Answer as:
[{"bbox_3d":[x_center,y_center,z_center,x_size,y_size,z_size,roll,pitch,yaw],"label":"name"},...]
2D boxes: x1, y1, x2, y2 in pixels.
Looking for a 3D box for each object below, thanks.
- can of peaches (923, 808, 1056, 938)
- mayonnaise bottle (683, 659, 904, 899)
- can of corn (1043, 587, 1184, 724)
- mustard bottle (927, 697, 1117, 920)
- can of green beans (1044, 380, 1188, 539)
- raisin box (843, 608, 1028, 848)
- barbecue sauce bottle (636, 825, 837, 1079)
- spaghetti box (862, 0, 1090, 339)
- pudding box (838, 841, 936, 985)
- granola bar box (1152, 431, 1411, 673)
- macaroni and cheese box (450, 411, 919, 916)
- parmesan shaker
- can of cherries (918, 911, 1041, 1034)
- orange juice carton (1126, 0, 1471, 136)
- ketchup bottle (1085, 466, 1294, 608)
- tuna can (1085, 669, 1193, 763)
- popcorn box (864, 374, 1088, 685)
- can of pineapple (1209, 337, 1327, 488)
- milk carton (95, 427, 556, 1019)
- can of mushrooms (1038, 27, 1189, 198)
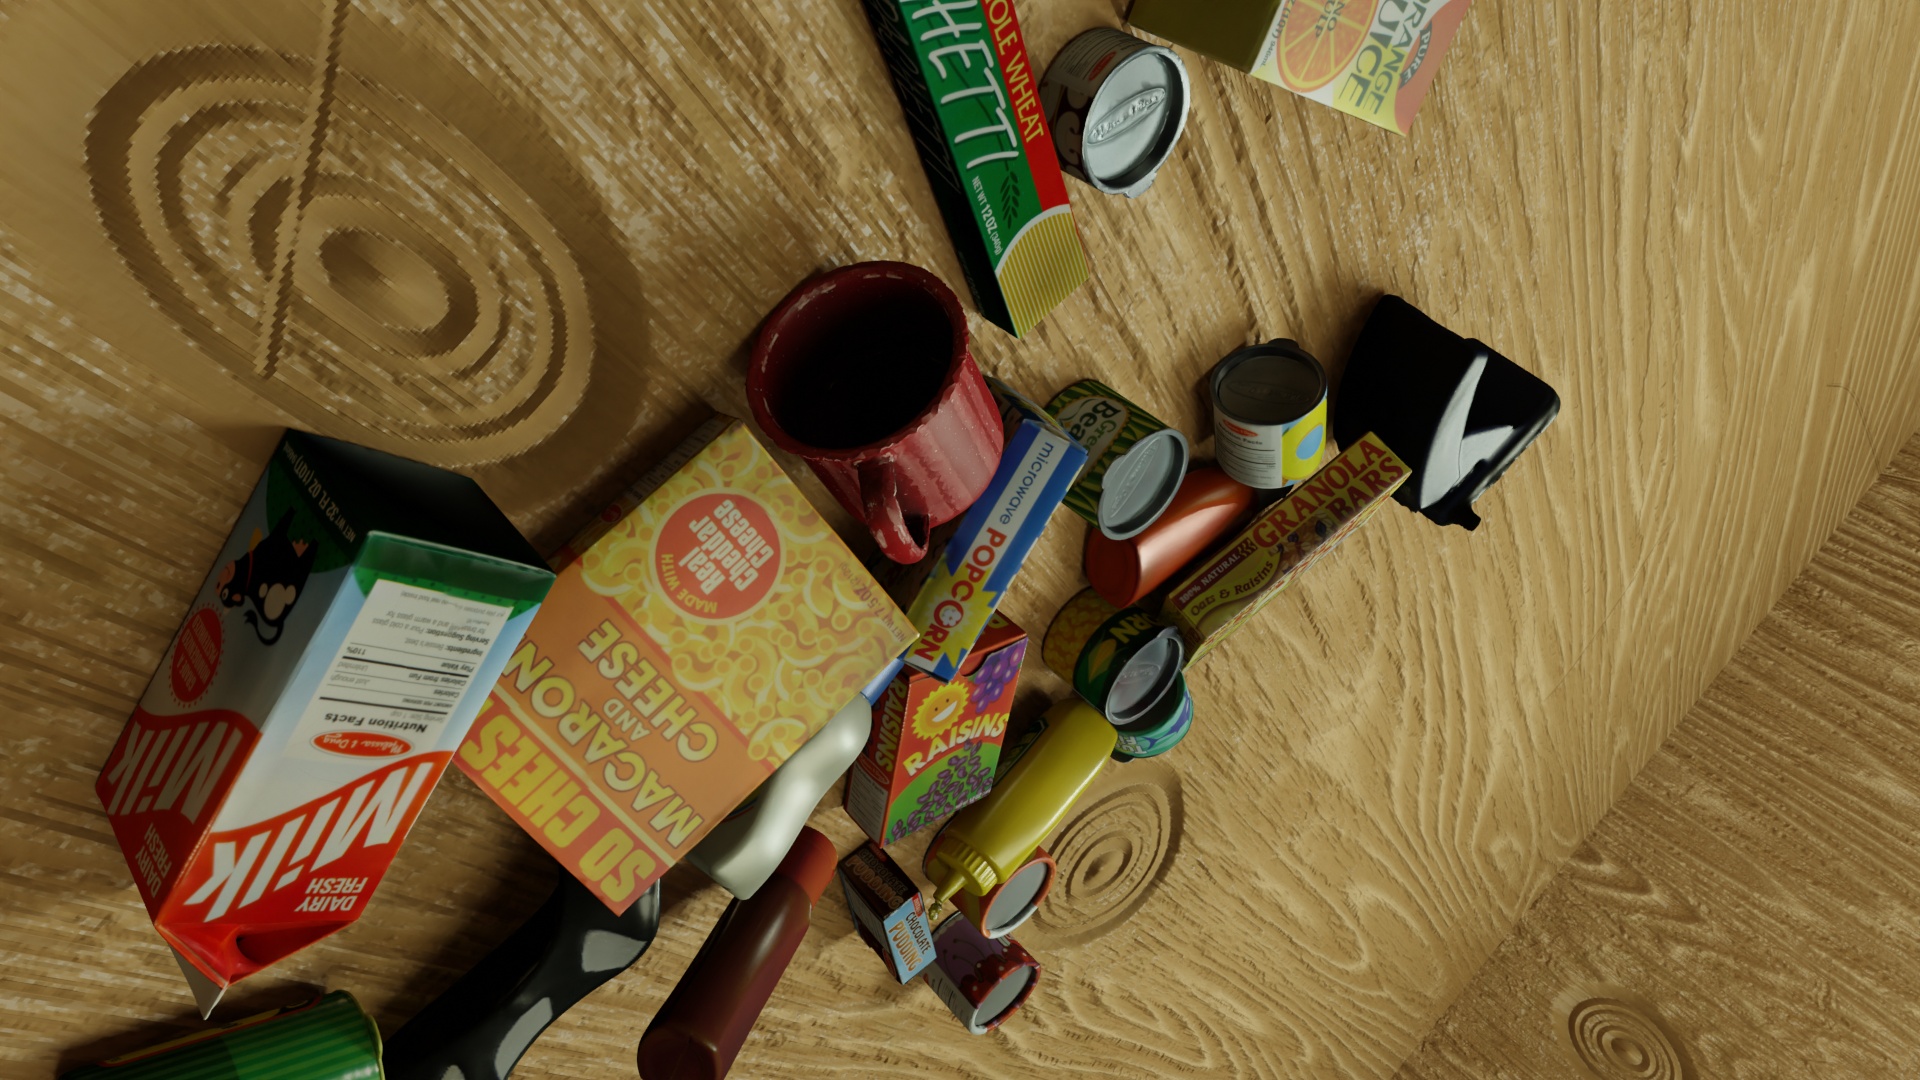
[{"bbox_3d":[0.019,0.210,0.892,0.071,0.058,0.070,-29,140,-28],"label":"can of peaches"},{"bbox_3d":[-0.081,0.099,0.679,0.148,0.065,0.041,-52,130,-18],"label":"mayonnaise bottle"},{"bbox_3d":[0.094,0.067,0.848,0.071,0.058,0.070,-29,139,-29],"label":"can of corn"},{"bbox_3d":[0.031,0.165,0.844,0.161,0.049,0.065,-46,-179,-26],"label":"mustard bottle"},{"bbox_3d":[0.077,-0.043,0.732,0.071,0.058,0.071,-29,139,-29],"label":"can of green beans"},{"bbox_3d":[-0.015,0.102,0.774,0.086,0.040,0.122,-18,132,-38],"label":"raisin box"},{"bbox_3d":[-0.108,0.208,0.706,0.064,0.044,0.149,-64,176,38],"label":"barbecue sauce bottle"},{"bbox_3d":[0.002,-0.181,0.553,0.050,0.029,0.249,-44,144,-13],"label":"spaghetti box"},{"bbox_3d":[-0.044,0.226,0.842,0.030,0.050,0.083,-33,140,-22],"label":"pudding box"},{"bbox_3d":[0.196,0.010,0.881,0.166,0.039,0.124,-38,167,-8],"label":"granola bar box"},{"bbox_3d":[-0.118,0.049,0.564,0.167,0.040,0.123,-43,112,-12],"label":"macaroni and cheese box"},{"bbox_3d":[-0.291,0.224,0.548,0.103,0.071,0.071,-5,124,-45],"label":"parmesan shaker"},{"bbox_3d":[0.015,0.295,0.961,0.072,0.058,0.071,-29,139,-28],"label":"can of cherries"},{"bbox_3d":[0.172,-0.244,0.649,0.193,0.073,0.071,-3,123,-47],"label":"orange juice carton"},{"bbox_3d":[0.143,-0.015,0.845,0.149,0.043,0.064,-28,145,-31],"label":"ketchup bottle"},{"bbox_3d":[0.114,0.106,0.899,0.071,0.071,0.032,-43,143,-12],"label":"tuna can"},{"bbox_3d":[0.002,-0.008,0.652,0.038,0.085,0.126,27,101,-22],"label":"popcorn box"},{"bbox_3d":[0.183,-0.074,0.818,0.071,0.071,0.057,-39,143,-18],"label":"can of pineapple"},{"bbox_3d":[-0.227,0.066,0.475,0.073,0.072,0.190,21,103,-53],"label":"milk carton"},{"bbox_3d":[0.067,-0.188,0.615,0.071,0.033,0.070,-30,139,-29],"label":"can of mushrooms"}]
